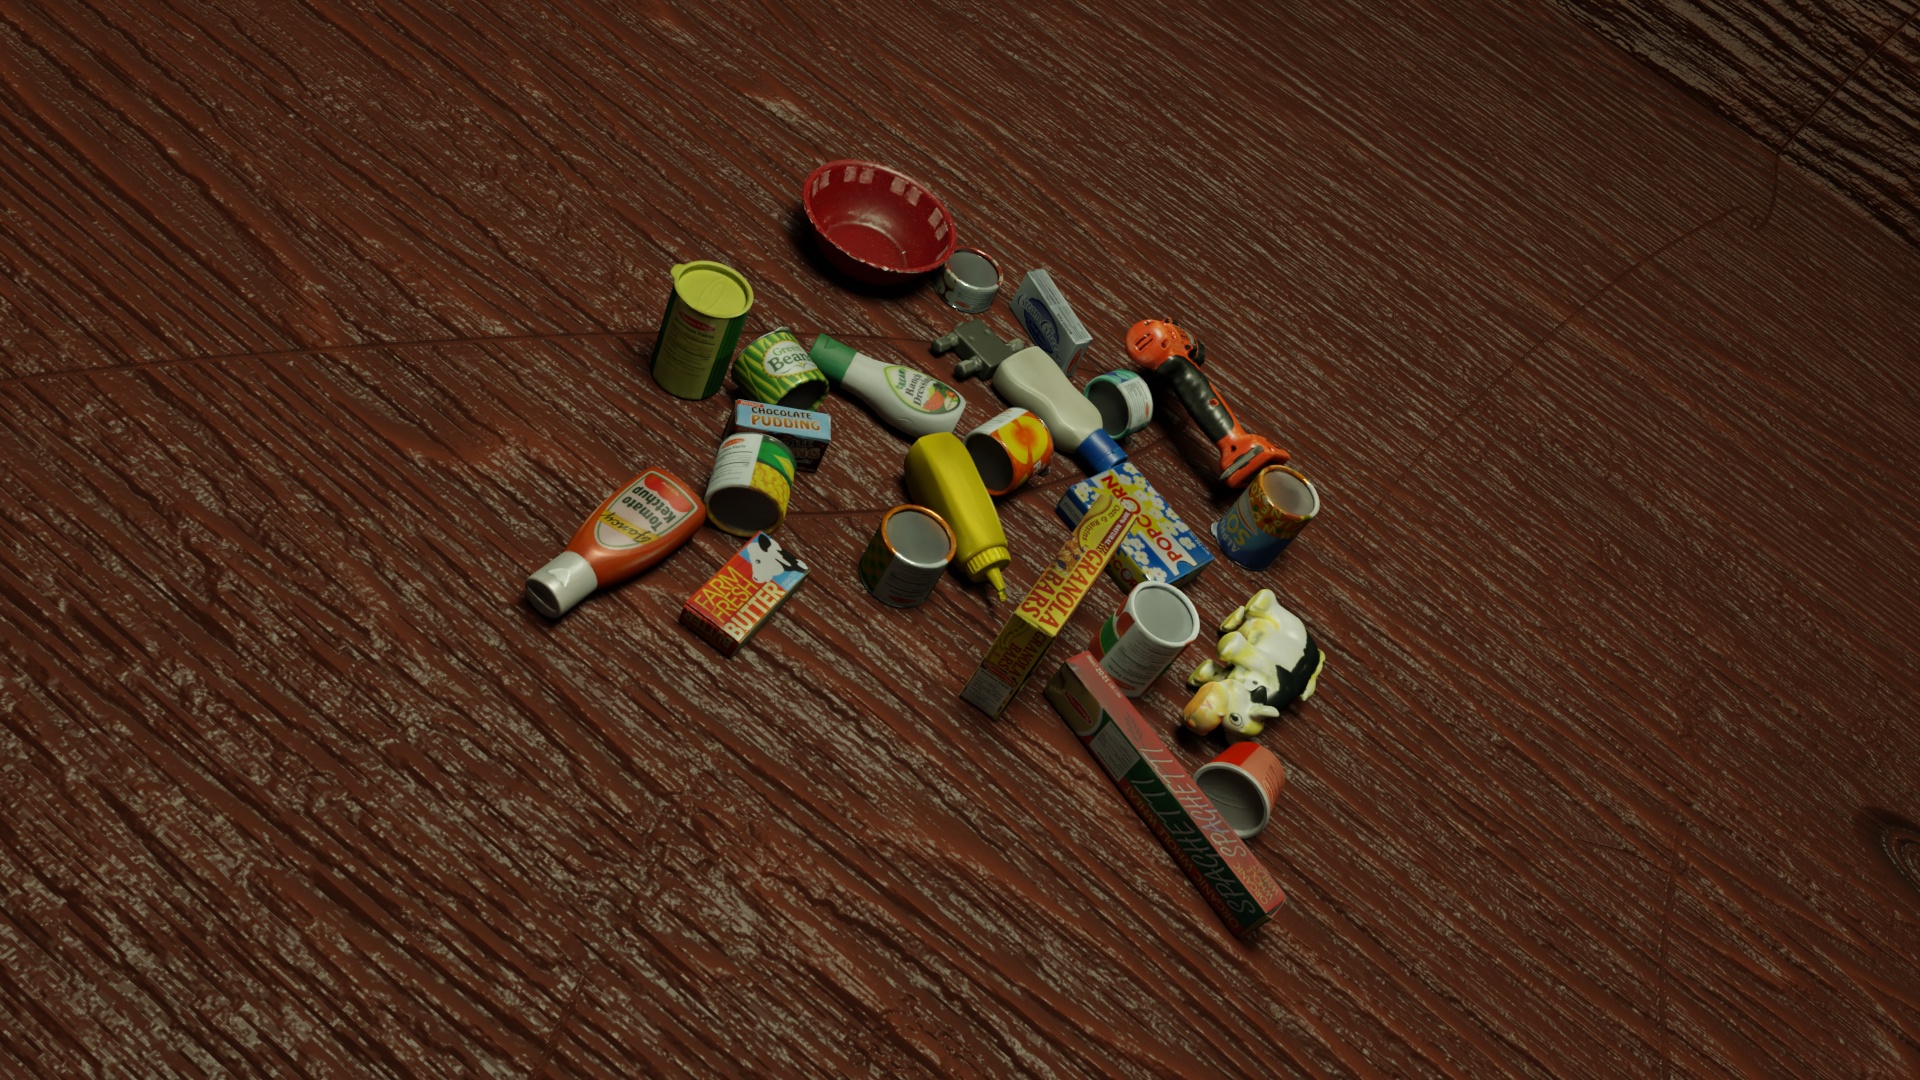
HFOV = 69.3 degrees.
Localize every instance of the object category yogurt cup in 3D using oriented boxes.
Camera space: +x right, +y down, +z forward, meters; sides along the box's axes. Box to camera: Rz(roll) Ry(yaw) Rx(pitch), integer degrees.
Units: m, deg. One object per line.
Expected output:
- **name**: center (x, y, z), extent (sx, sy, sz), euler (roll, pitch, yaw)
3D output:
- **yogurt cup**: center (0.227, 0.199, 1.122), extent (0.072, 0.072, 0.054), euler (44, 39, 12)

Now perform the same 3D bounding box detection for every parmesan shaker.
- **parmesan shaker**: center (-0.224, -0.179, 1.181), extent (0.071, 0.102, 0.072), euler (14, 48, -16)

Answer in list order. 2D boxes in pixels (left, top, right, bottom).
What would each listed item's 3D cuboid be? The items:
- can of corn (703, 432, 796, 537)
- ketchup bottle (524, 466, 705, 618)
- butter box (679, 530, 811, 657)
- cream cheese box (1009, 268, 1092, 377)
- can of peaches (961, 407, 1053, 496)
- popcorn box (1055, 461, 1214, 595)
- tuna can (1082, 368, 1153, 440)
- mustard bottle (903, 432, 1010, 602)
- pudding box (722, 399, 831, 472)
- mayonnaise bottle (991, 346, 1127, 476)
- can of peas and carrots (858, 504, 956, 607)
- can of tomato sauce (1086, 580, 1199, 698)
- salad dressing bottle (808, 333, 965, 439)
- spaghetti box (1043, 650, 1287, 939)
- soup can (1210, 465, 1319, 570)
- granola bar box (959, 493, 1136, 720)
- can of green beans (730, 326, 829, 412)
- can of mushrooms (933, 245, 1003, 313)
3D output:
- **can of corn**: center (-0.168, -0.043, 1.124), extent (0.071, 0.070, 0.058), euler (18, 48, -12)
- **ketchup bottle**: center (-0.263, 0.004, 1.052), extent (0.065, 0.043, 0.149), euler (38, 47, 7)
- **butter box**: center (-0.167, 0.041, 1.082), extent (0.053, 0.024, 0.104), euler (37, 46, 4)
- **cream cheese box**: center (0.091, -0.221, 1.408), extent (0.024, 0.053, 0.104), euler (-13, 60, -32)
- **can of peaches**: center (0.043, -0.078, 1.257), extent (0.071, 0.071, 0.058), euler (45, 47, 13)
- **popcorn box**: center (0.159, -0.007, 1.275), extent (0.085, 0.038, 0.127), euler (-23, 66, -39)
- **tuna can**: center (0.151, -0.132, 1.358), extent (0.033, 0.070, 0.071), euler (-24, 66, -37)
- **mustard bottle**: center (0.004, -0.015, 1.190), extent (0.049, 0.065, 0.160), euler (-16, 67, -29)
- **pudding box**: center (-0.155, -0.089, 1.178), extent (0.084, 0.049, 0.030), euler (9, 52, -20)
- **mayonnaise bottle**: center (0.099, -0.121, 1.338), extent (0.065, 0.041, 0.148), euler (-29, 71, -38)
- **can of peas and carrots**: center (-0.044, 0.010, 1.145), extent (0.071, 0.058, 0.071), euler (14, 48, -16)
- **can of tomato sauce**: center (0.153, 0.081, 1.167), extent (0.071, 0.082, 0.071), euler (14, 49, -16)
- **salad dressing bottle**: center (-0.070, -0.140, 1.267), extent (0.148, 0.043, 0.064), euler (26, 45, -5)
- **spaghetti box**: center (0.158, 0.198, 1.096), extent (0.029, 0.050, 0.250), euler (-24, 67, -37)
- **soup can**: center (0.289, -0.022, 1.321), extent (0.071, 0.083, 0.072), euler (14, 49, -16)
- **granola bar box**: center (0.073, 0.053, 1.123), extent (0.039, 0.123, 0.166), euler (35, 46, 5)
- **can of green beans**: center (-0.156, -0.139, 1.207), extent (0.071, 0.071, 0.058), euler (-23, 66, -38)
- **can of mushrooms**: center (0.008, -0.269, 1.420), extent (0.071, 0.033, 0.071), euler (13, 49, -16)
